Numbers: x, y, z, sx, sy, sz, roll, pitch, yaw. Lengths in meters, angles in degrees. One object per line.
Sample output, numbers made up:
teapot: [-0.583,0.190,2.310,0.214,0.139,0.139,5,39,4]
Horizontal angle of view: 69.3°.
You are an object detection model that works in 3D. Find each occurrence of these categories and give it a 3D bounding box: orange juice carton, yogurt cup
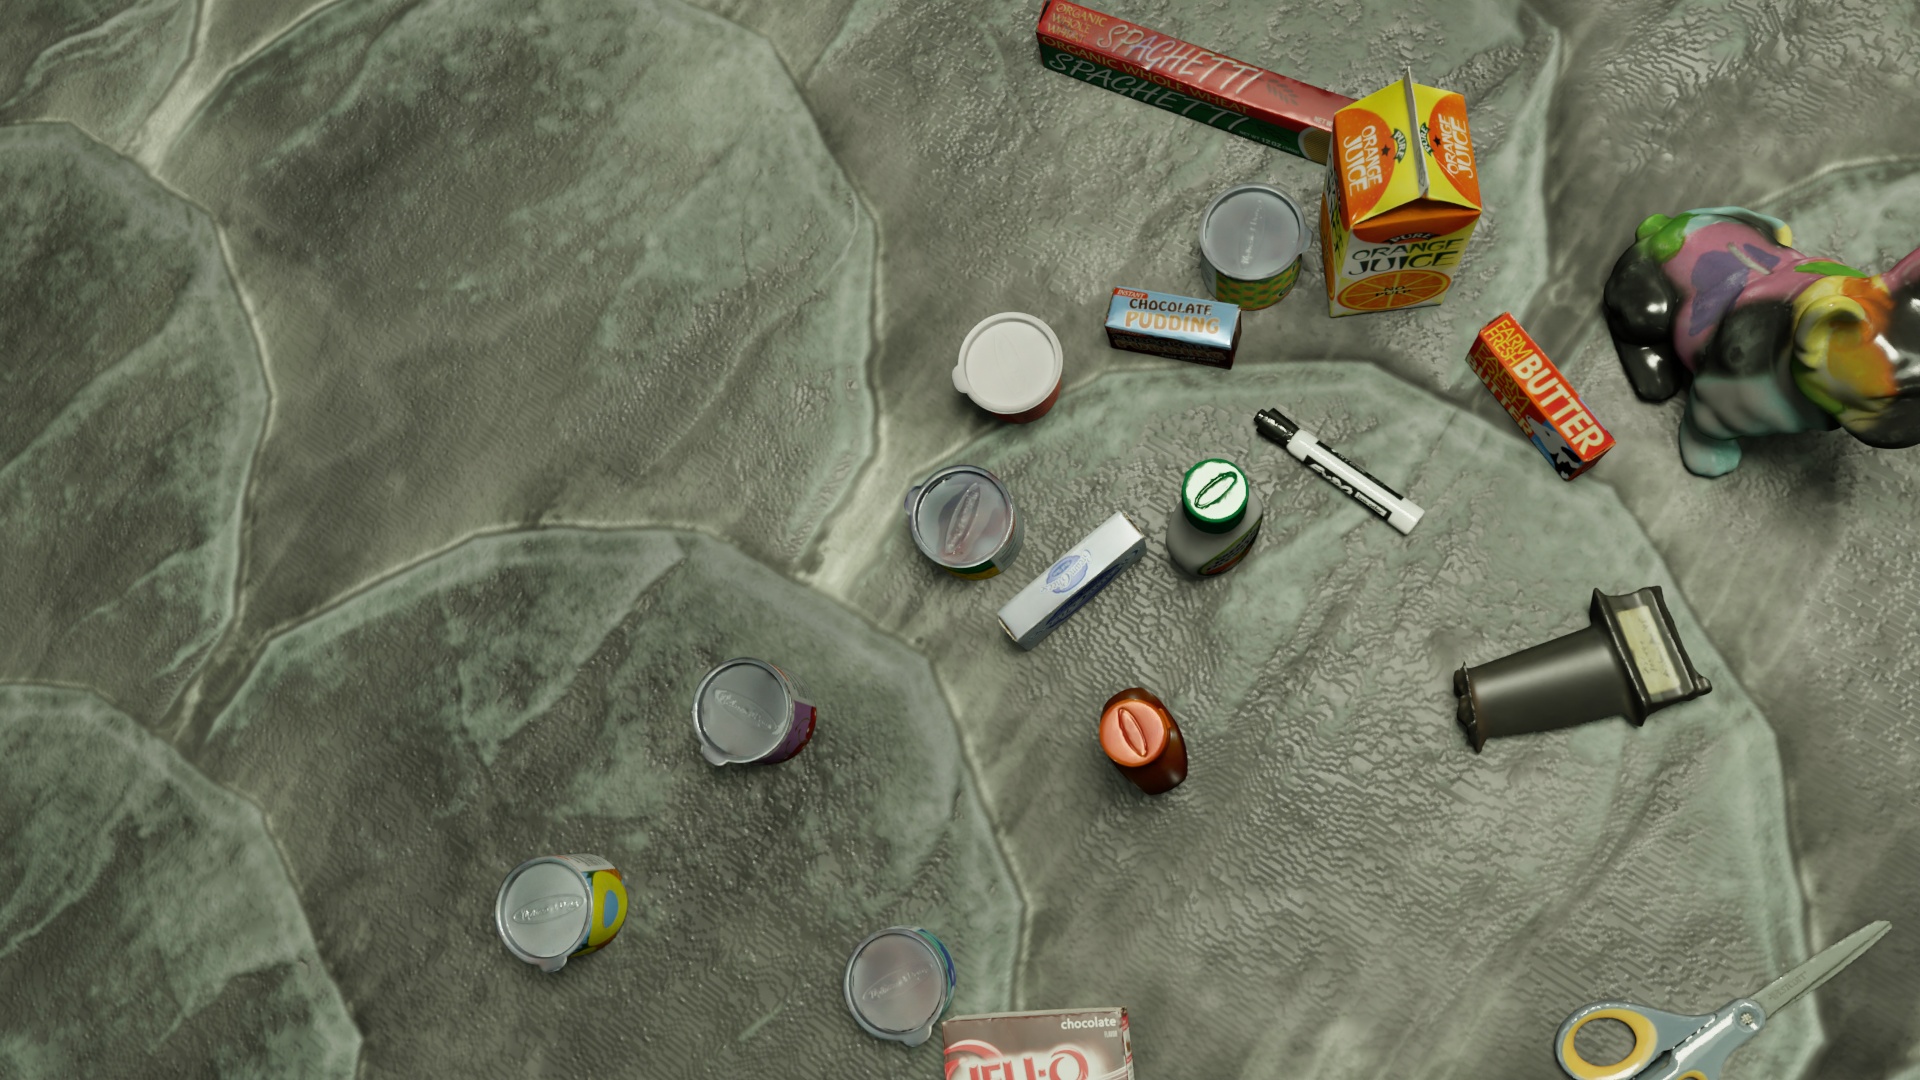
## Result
orange juice carton: [0.257,-0.200,0.819,0.073,0.192,0.072,-6,78,10]
yogurt cup: [0.036,-0.110,0.913,0.072,0.054,0.072,-2,79,10]

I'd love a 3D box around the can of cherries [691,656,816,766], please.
can of cherries: [-0.134,0.113,0.898,0.071,0.058,0.071,-2,79,10]

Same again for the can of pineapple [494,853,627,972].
can of pineapple: [-0.256,0.238,0.895,0.071,0.058,0.071,-2,79,10]

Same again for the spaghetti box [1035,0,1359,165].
spaghetti box: [0.167,-0.303,0.930,0.250,0.050,0.029,24,85,14]

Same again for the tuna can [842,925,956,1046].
tuna can: [-0.036,0.275,0.860,0.071,0.033,0.071,-2,79,10]

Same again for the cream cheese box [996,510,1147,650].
cream cheese box: [0.072,0.026,0.880,0.104,0.053,0.024,-40,75,1]

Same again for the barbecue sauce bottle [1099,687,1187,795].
barbecue sauce bottle: [0.105,0.115,0.806,0.043,0.148,0.065,-26,76,5]

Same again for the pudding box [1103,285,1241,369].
pudding box: [0.139,-0.139,0.902,0.084,0.049,0.030,12,82,13]

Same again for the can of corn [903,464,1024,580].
can of corn: [0.003,-0.011,0.897,0.071,0.058,0.071,-2,79,10]

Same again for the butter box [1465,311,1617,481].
butter box: [0.353,-0.087,0.850,0.024,0.053,0.103,-34,75,3]

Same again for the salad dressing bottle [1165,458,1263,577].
salad dressing bottle: [0.151,-0.014,0.824,0.064,0.147,0.044,-39,75,1]

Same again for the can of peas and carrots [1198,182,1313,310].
can of peas and carrots: [0.191,-0.189,0.898,0.071,0.058,0.071,-2,79,10]
